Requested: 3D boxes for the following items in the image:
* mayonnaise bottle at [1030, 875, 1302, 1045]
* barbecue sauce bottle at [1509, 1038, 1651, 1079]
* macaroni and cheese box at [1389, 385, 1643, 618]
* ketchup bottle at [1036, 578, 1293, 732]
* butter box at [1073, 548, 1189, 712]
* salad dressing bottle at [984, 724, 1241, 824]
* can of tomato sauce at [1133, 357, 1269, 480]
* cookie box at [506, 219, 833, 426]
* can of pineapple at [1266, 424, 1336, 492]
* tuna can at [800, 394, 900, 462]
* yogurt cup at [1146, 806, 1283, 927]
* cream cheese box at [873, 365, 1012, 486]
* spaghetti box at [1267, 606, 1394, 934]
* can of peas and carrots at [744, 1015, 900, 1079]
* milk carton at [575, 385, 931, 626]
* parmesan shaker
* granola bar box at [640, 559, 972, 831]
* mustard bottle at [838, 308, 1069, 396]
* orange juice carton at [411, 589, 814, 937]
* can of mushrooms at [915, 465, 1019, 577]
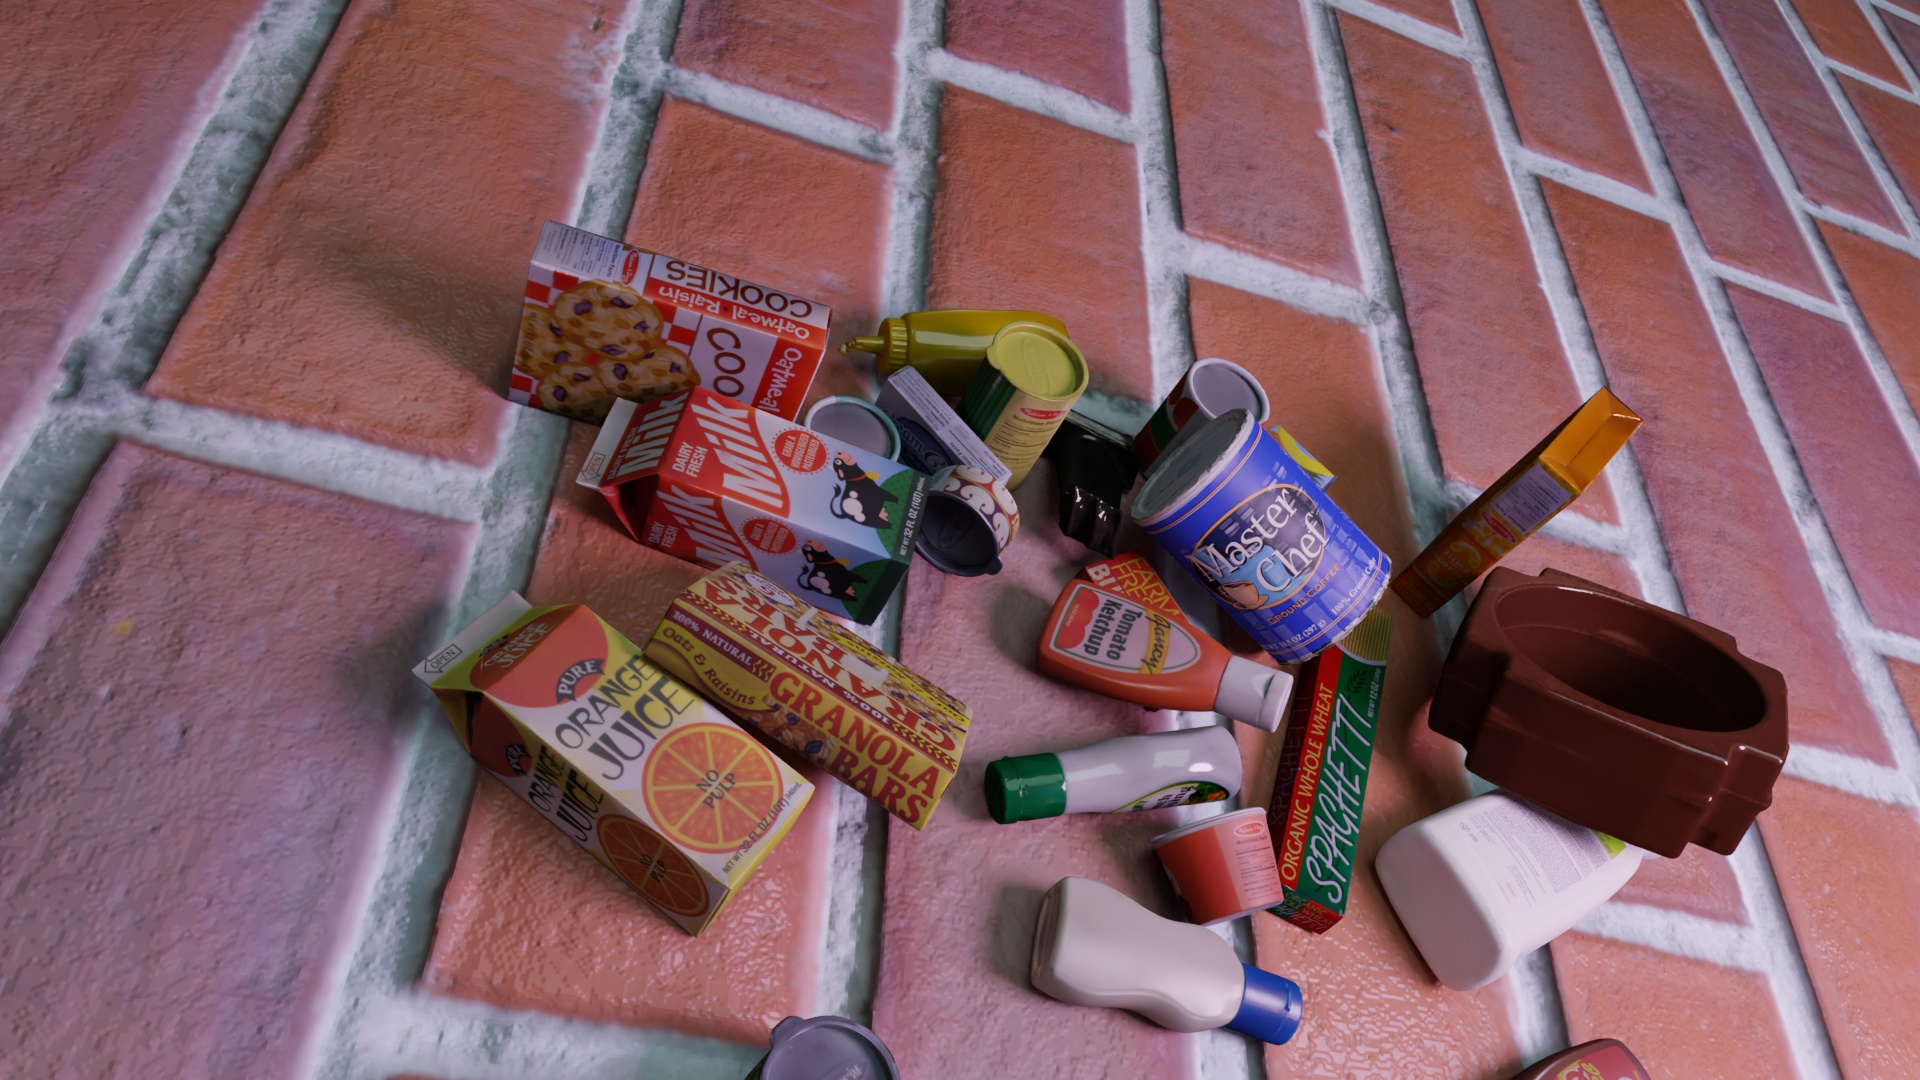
[{"bbox_3d":[0.113,0.235,0.757,0.148,0.041,0.065,22,52,-10],"label":"mayonnaise bottle"},{"bbox_3d":[0.330,0.331,0.786,0.149,0.043,0.065,-6,60,-28],"label":"barbecue sauce bottle"},{"bbox_3d":[0.398,-0.024,1.000,0.040,0.165,0.124,46,51,11],"label":"macaroni and cheese box"},{"bbox_3d":[0.124,0.074,0.843,0.149,0.043,0.065,19,61,18],"label":"ketchup bottle"},{"bbox_3d":[0.120,0.057,0.902,0.053,0.024,0.104,-18,65,-35],"label":"butter box"},{"bbox_3d":[0.089,0.137,0.807,0.148,0.064,0.044,-4,68,-18],"label":"salad dressing bottle"},{"bbox_3d":[0.170,-0.081,0.989,0.071,0.082,0.071,13,52,-17],"label":"can of tomato sauce"},{"bbox_3d":[-0.173,-0.111,0.822,0.167,0.122,0.040,15,52,-15],"label":"cookie box"},{"bbox_3d":[0.225,-0.040,0.995,0.058,0.070,0.071,44,50,11],"label":"can of pineapple"},{"bbox_3d":[-0.071,-0.058,0.890,0.071,0.032,0.071,12,52,-16],"label":"tuna can"},{"bbox_3d":[0.150,0.188,0.795,0.072,0.072,0.054,-5,67,-28],"label":"yogurt cup"},{"bbox_3d":[-0.015,-0.060,0.905,0.024,0.053,0.104,-33,74,-37],"label":"cream cheese box"},{"bbox_3d":[0.238,0.134,0.898,0.050,0.028,0.251,28,49,-3],"label":"spaghetti box"},{"bbox_3d":[-0.069,0.259,0.641,0.071,0.058,0.071,13,51,-16],"label":"can of peas and carrots"},{"bbox_3d":[-0.122,-0.026,0.816,0.190,0.073,0.073,21,50,-9],"label":"milk carton"},{"bbox_3d":[0.030,-0.086,0.913,0.071,0.102,0.071,13,51,-17],"label":"parmesan shaker"},{"bbox_3d":[-0.075,0.076,0.741,0.165,0.039,0.124,33,9,0],"label":"granola bar box"},{"bbox_3d":[-0.006,-0.131,0.957,0.160,0.065,0.049,2,60,-19],"label":"mustard bottle"},{"bbox_3d":[-0.176,0.103,0.696,0.193,0.072,0.072,37,49,5],"label":"orange juice carton"},{"bbox_3d":[0.003,-0.011,0.870,0.071,0.070,0.034,36,48,3],"label":"can of mushrooms"}]
